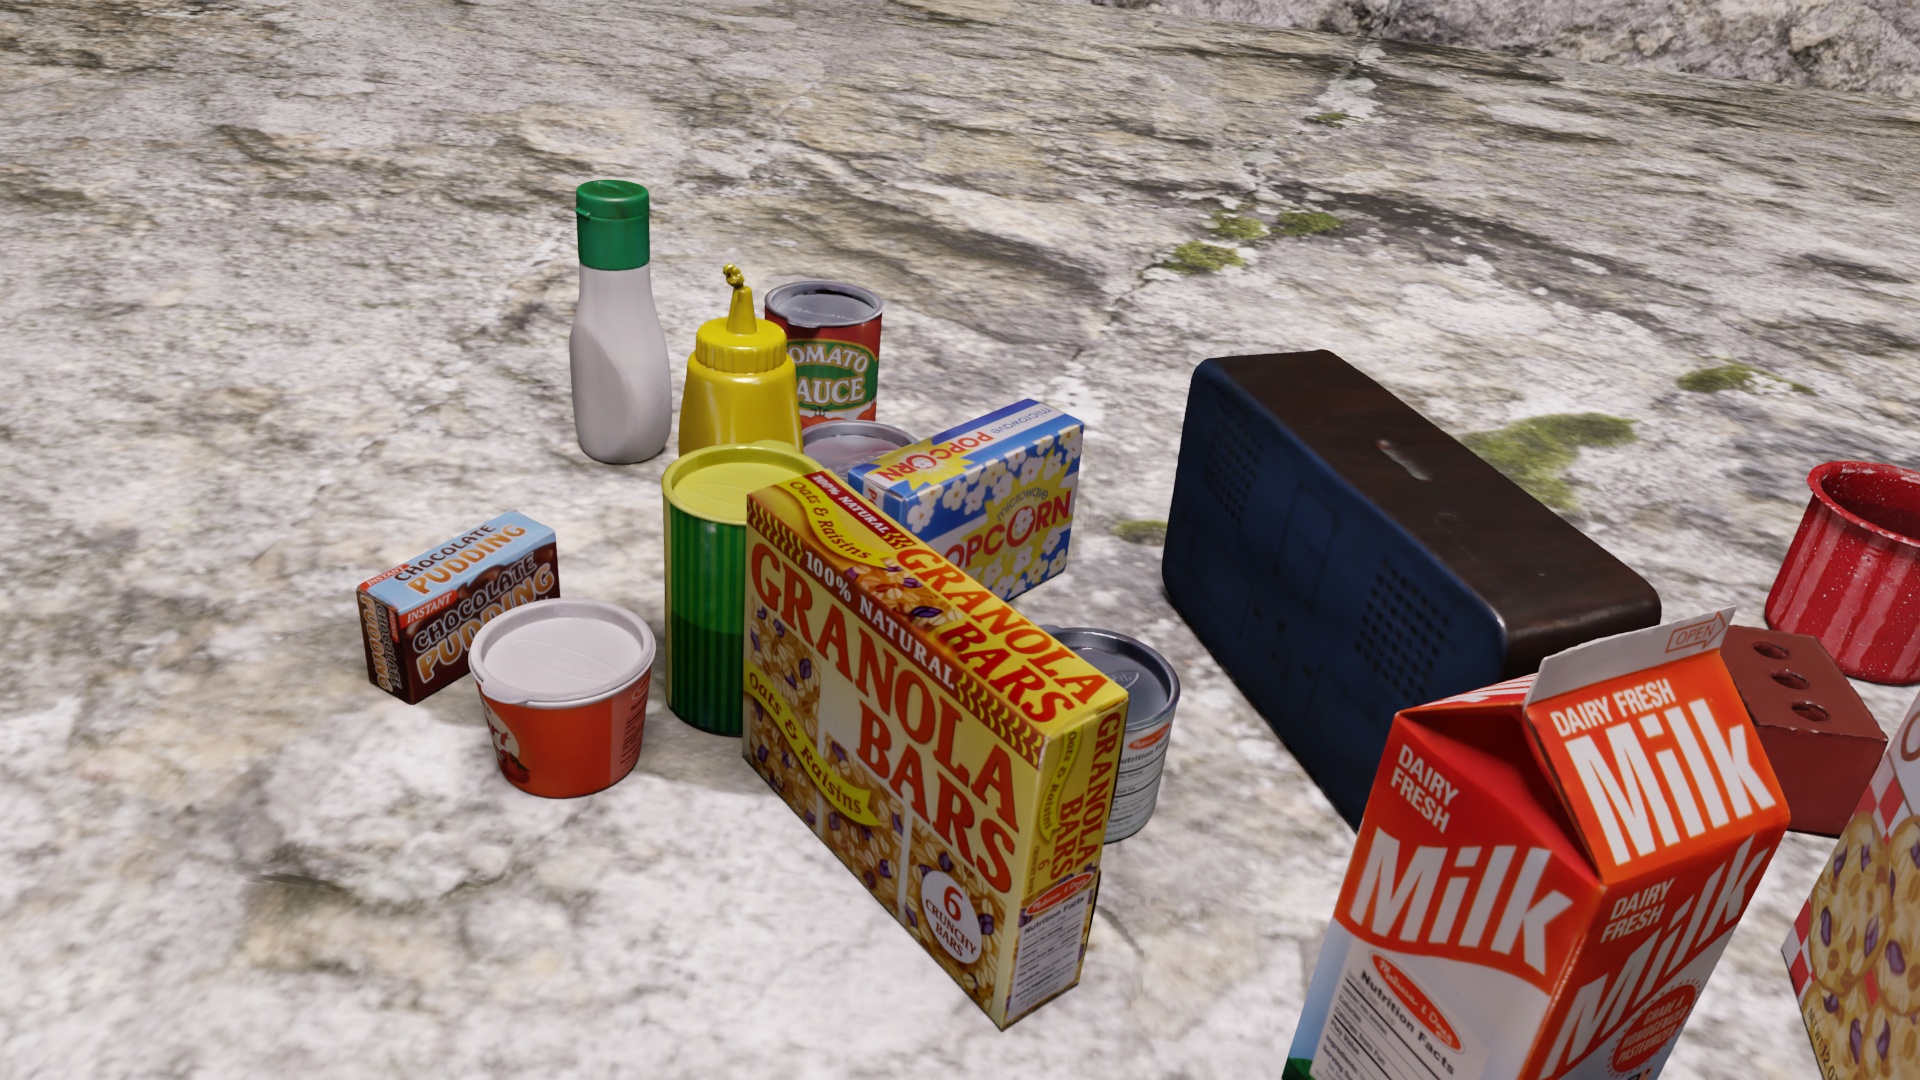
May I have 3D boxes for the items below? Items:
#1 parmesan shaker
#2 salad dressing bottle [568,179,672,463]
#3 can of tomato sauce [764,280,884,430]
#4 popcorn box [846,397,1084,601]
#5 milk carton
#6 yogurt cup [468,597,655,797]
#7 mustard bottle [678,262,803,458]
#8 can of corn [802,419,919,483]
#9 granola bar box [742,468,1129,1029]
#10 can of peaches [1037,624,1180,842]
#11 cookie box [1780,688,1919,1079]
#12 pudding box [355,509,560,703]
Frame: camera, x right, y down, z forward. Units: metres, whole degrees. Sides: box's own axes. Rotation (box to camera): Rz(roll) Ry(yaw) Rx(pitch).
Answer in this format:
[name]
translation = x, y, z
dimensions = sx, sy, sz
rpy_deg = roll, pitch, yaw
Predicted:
[parmesan shaker]
translation = -0.087, 0.019, 0.572
dimensions = 0.071, 0.102, 0.071
rpy_deg = 4, 30, -2
[salad dressing bottle]
translation = -0.182, -0.115, 0.740
dimensions = 0.064, 0.146, 0.044
rpy_deg = 29, 37, 34
[can of tomato sauce]
translation = -0.079, -0.096, 0.789
dimensions = 0.071, 0.082, 0.071
rpy_deg = 4, 30, -2
[popcorn box]
translation = 0.002, -0.008, 0.651
dimensions = 0.038, 0.084, 0.127
rpy_deg = 28, 37, 34
[milk carton]
translation = 0.158, 0.103, 0.386
dimensions = 0.072, 0.189, 0.074
rpy_deg = -11, 34, -26
[yogurt cup]
translation = -0.152, 0.062, 0.537
dimensions = 0.072, 0.053, 0.073
rpy_deg = 4, 30, -2
[mustard bottle]
translation = -0.098, -0.048, 0.628
dimensions = 0.049, 0.159, 0.065
rpy_deg = -15, 36, -31
[can of corn]
translation = -0.051, -0.018, 0.686
dimensions = 0.071, 0.058, 0.071
rpy_deg = 4, 30, -2
[granola bar box]
translation = -0.017, 0.066, 0.484
dimensions = 0.039, 0.123, 0.166
rpy_deg = -18, 38, -35
[can of peaches]
translation = 0.047, 0.075, 0.545
dimensions = 0.071, 0.057, 0.071
rpy_deg = 4, 30, -2
[cookie box]
translation = 0.311, 0.112, 0.419
dimensions = 0.040, 0.166, 0.123
rpy_deg = 12, 31, 11
[pudding box]
translation = -0.211, 0.026, 0.591
dimensions = 0.030, 0.049, 0.084
rpy_deg = 22, 34, 25
